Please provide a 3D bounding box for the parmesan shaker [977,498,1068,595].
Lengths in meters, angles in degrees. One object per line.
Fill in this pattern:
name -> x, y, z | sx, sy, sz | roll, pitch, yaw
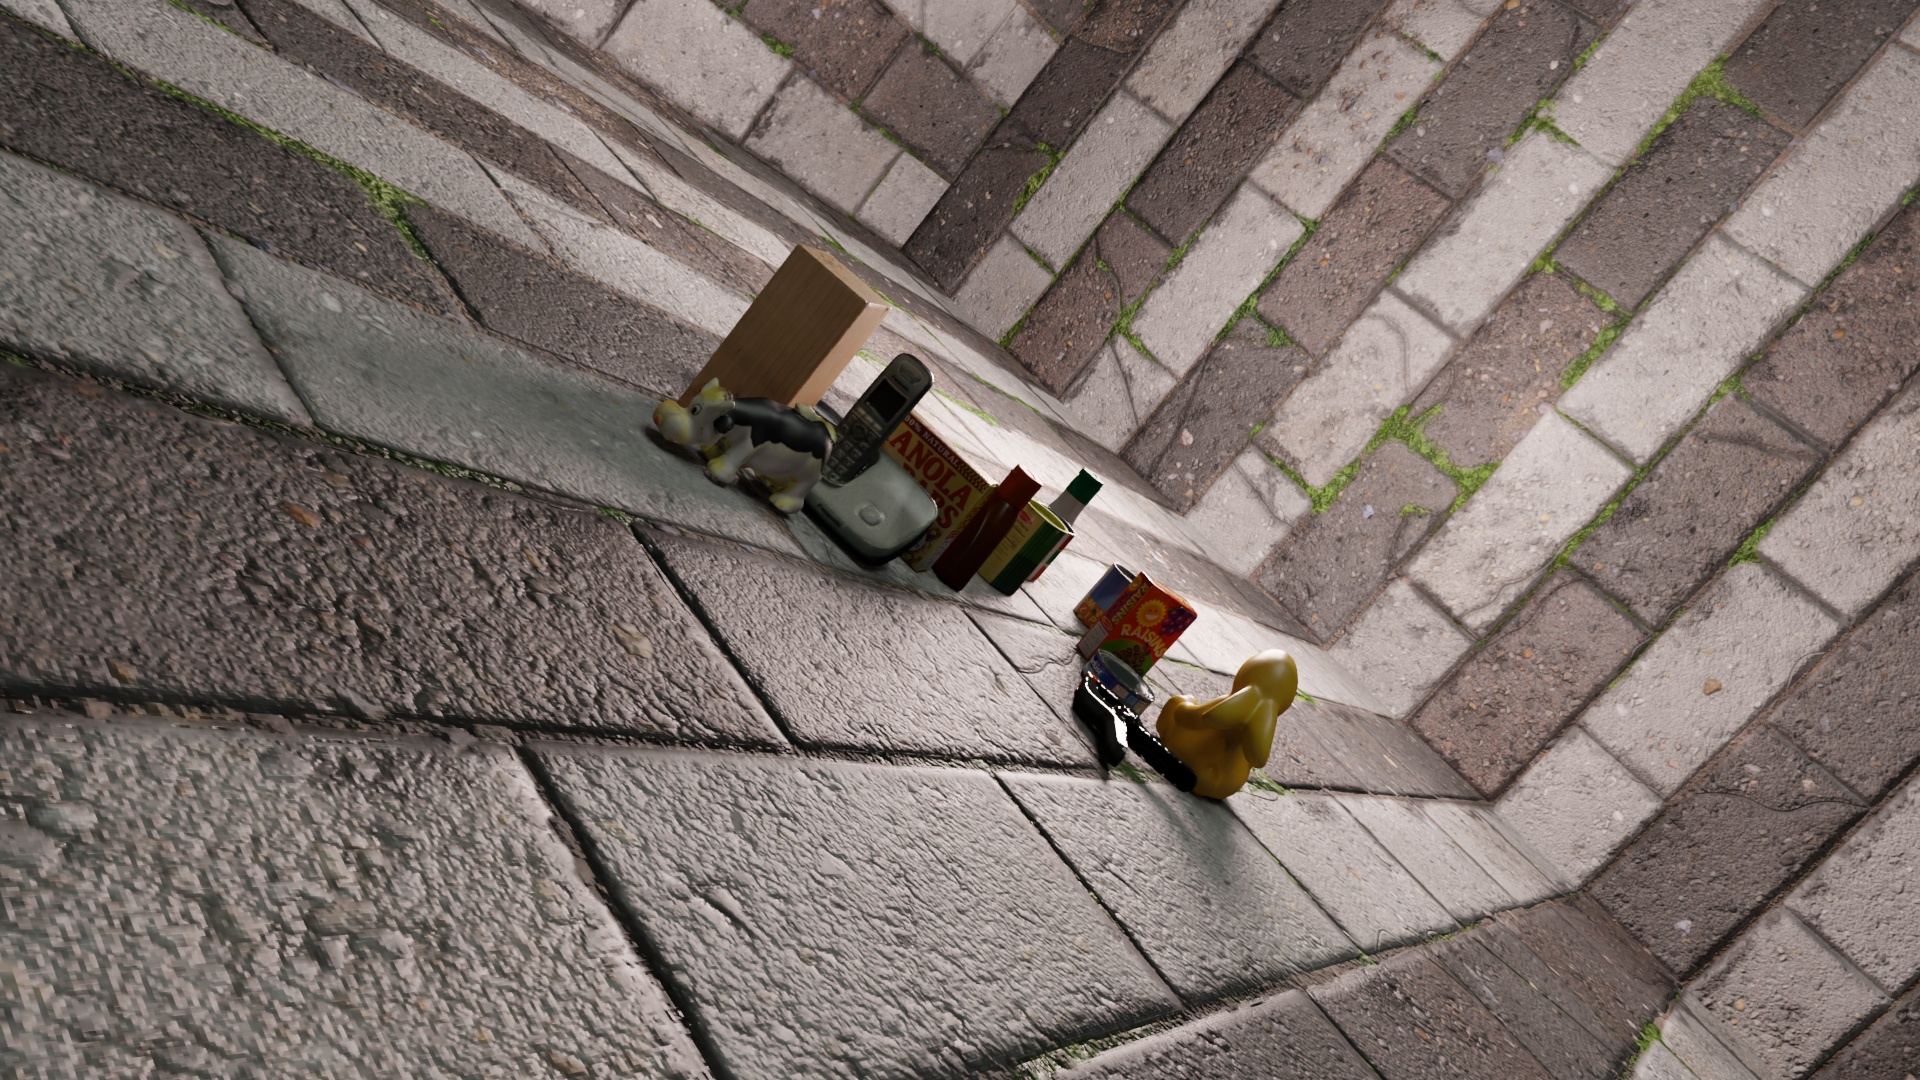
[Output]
parmesan shaker -> 0.069, 0.006, 1.651 | 0.071, 0.103, 0.071 | 38, 12, -10

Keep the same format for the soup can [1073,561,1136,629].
soup can -> 0.200, 0.082, 1.809 | 0.071, 0.083, 0.071 | 38, 12, -10

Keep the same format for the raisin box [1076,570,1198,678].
raisin box -> 0.212, 0.107, 1.665 | 0.086, 0.123, 0.040 | 33, 14, -30

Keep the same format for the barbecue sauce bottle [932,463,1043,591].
barbecue sauce bottle -> 0.029, -0.017, 1.511 | 0.043, 0.148, 0.065 | 35, 13, -24

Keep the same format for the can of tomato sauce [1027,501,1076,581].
can of tomato sauce -> 0.098, 0.002, 1.793 | 0.071, 0.083, 0.071 | 38, 13, -10

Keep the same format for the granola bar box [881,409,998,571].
granola bar box -> -0.060, -0.066, 1.482 | 0.166, 0.124, 0.039 | 43, 12, 14

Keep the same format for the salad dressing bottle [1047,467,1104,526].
salad dressing bottle -> 0.131, -0.031, 1.855 | 0.044, 0.147, 0.064 | 41, 12, 4

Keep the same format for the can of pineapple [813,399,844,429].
can of pineapple -> -0.165, -0.122, 1.525 | 0.071, 0.057, 0.071 | 38, 13, -10
